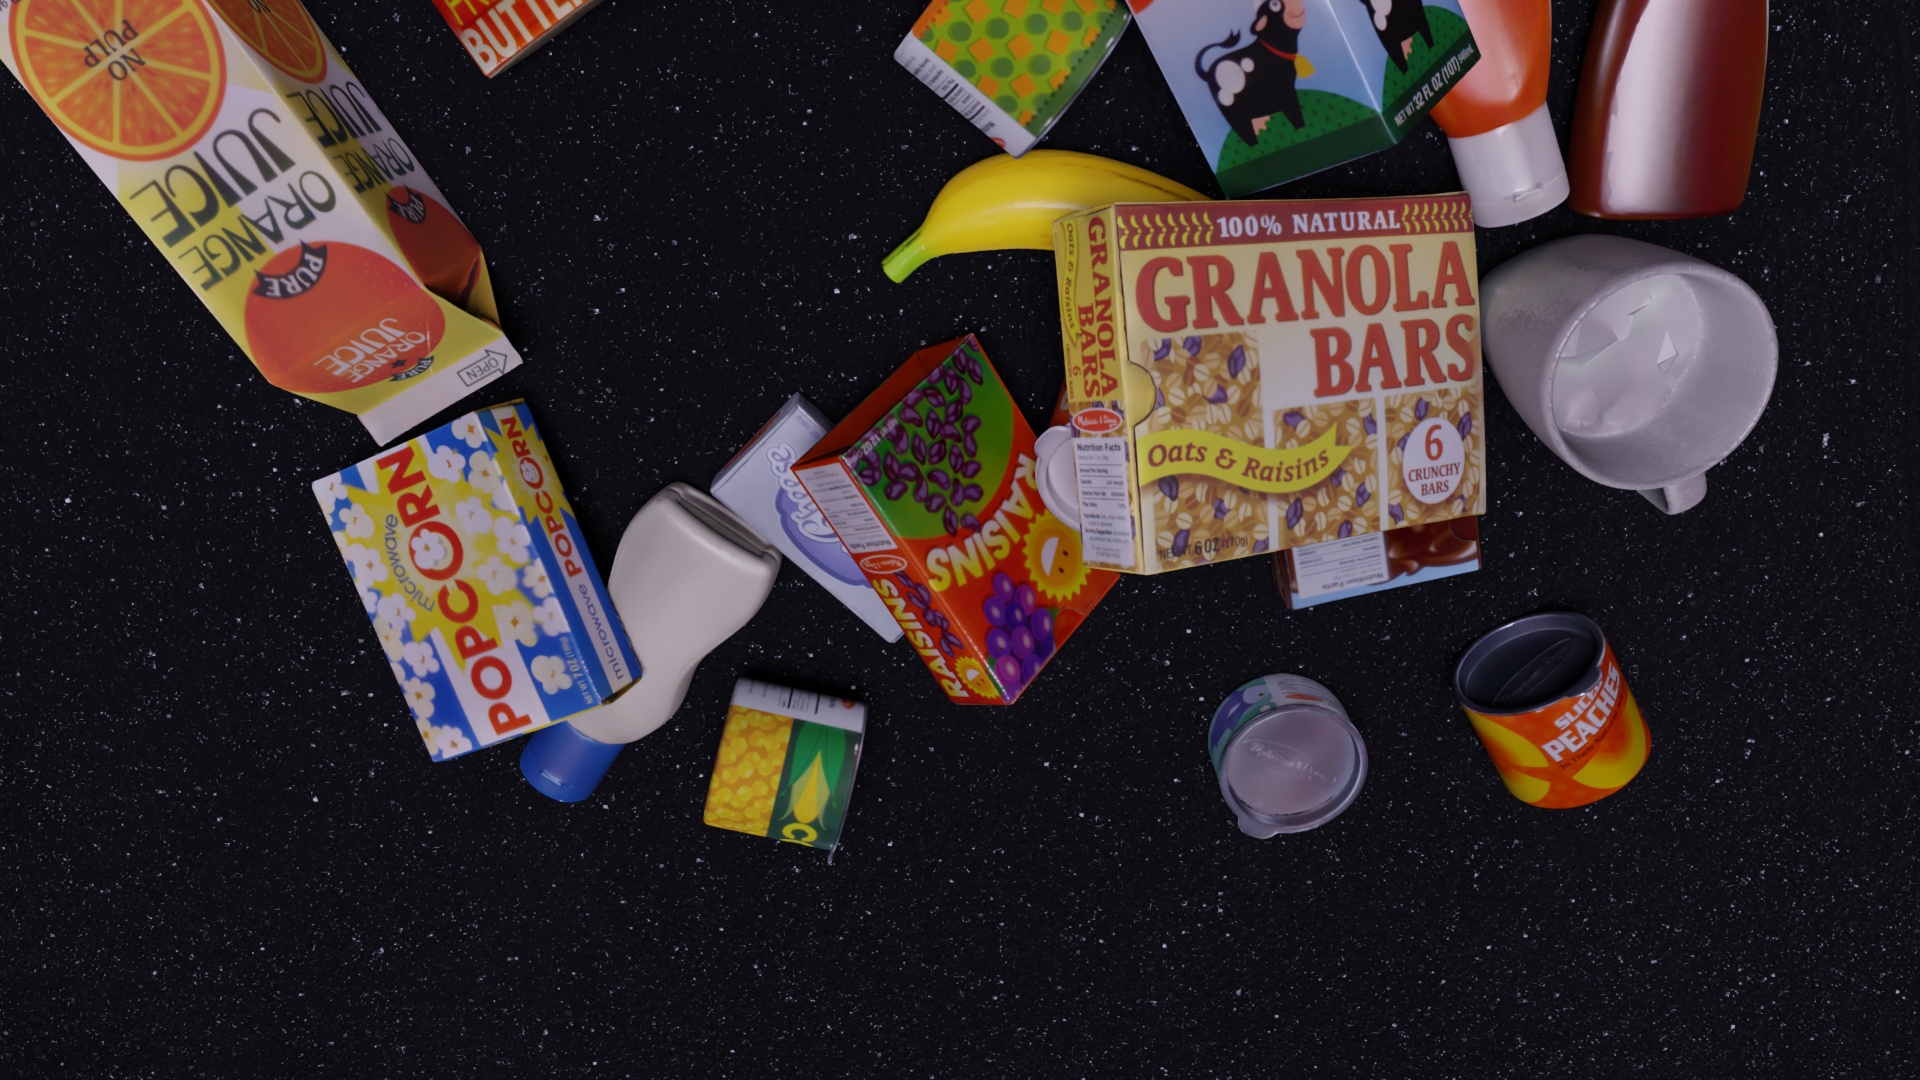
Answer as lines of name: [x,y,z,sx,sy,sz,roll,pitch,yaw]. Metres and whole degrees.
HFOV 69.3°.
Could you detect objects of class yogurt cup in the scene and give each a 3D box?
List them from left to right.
yogurt cup: [0.065,-0.041,0.550,0.072,0.054,0.072,5,136,5]

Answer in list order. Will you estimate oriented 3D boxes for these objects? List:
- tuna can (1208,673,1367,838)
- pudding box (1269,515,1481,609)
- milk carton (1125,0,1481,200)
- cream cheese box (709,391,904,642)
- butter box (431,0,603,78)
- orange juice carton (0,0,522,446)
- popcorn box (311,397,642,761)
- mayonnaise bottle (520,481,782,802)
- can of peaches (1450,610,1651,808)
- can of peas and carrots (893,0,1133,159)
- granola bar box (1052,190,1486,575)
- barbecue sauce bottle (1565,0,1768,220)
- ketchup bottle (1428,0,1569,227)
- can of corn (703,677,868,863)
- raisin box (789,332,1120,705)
tuna can: [0.146,0.098,0.629,0.071,0.033,0.070,-1,112,-1]
pudding box: [0.174,-0.005,0.590,0.084,0.030,0.049,-13,111,4]
milk carton: [0.091,-0.220,0.461,0.073,0.073,0.190,-44,112,-32]
cream cheese box: [-0.048,-0.009,0.585,0.103,0.024,0.053,42,106,-16]
butter box: [-0.144,-0.208,0.481,0.103,0.024,0.053,-19,115,33]
orange juice carton: [-0.246,-0.128,0.506,0.072,0.073,0.192,-29,110,10]
popcorn box: [-0.194,0.017,0.561,0.085,0.038,0.126,-20,96,18]
mayonnaise bottle: [-0.140,0.048,0.598,0.065,0.041,0.147,35,109,-7]
can of peaches: [0.258,0.074,0.602,0.071,0.071,0.058,-30,111,10]
can of peas and carrots: [0.020,-0.182,0.495,0.058,0.071,0.070,36,107,-14]
granola bar box: [0.118,-0.061,0.506,0.166,0.039,0.124,-9,97,-28]
barbecue sauce bottle: [0.263,-0.195,0.508,0.065,0.044,0.148,-4,112,-4]
ketchup bottle: [0.185,-0.189,0.507,0.064,0.044,0.148,-20,112,14]
can of corn: [-0.076,0.099,0.605,0.058,0.071,0.071,13,111,-6]
raisin box: [0.002,-0.007,0.555,0.040,0.086,0.123,-8,121,49]
